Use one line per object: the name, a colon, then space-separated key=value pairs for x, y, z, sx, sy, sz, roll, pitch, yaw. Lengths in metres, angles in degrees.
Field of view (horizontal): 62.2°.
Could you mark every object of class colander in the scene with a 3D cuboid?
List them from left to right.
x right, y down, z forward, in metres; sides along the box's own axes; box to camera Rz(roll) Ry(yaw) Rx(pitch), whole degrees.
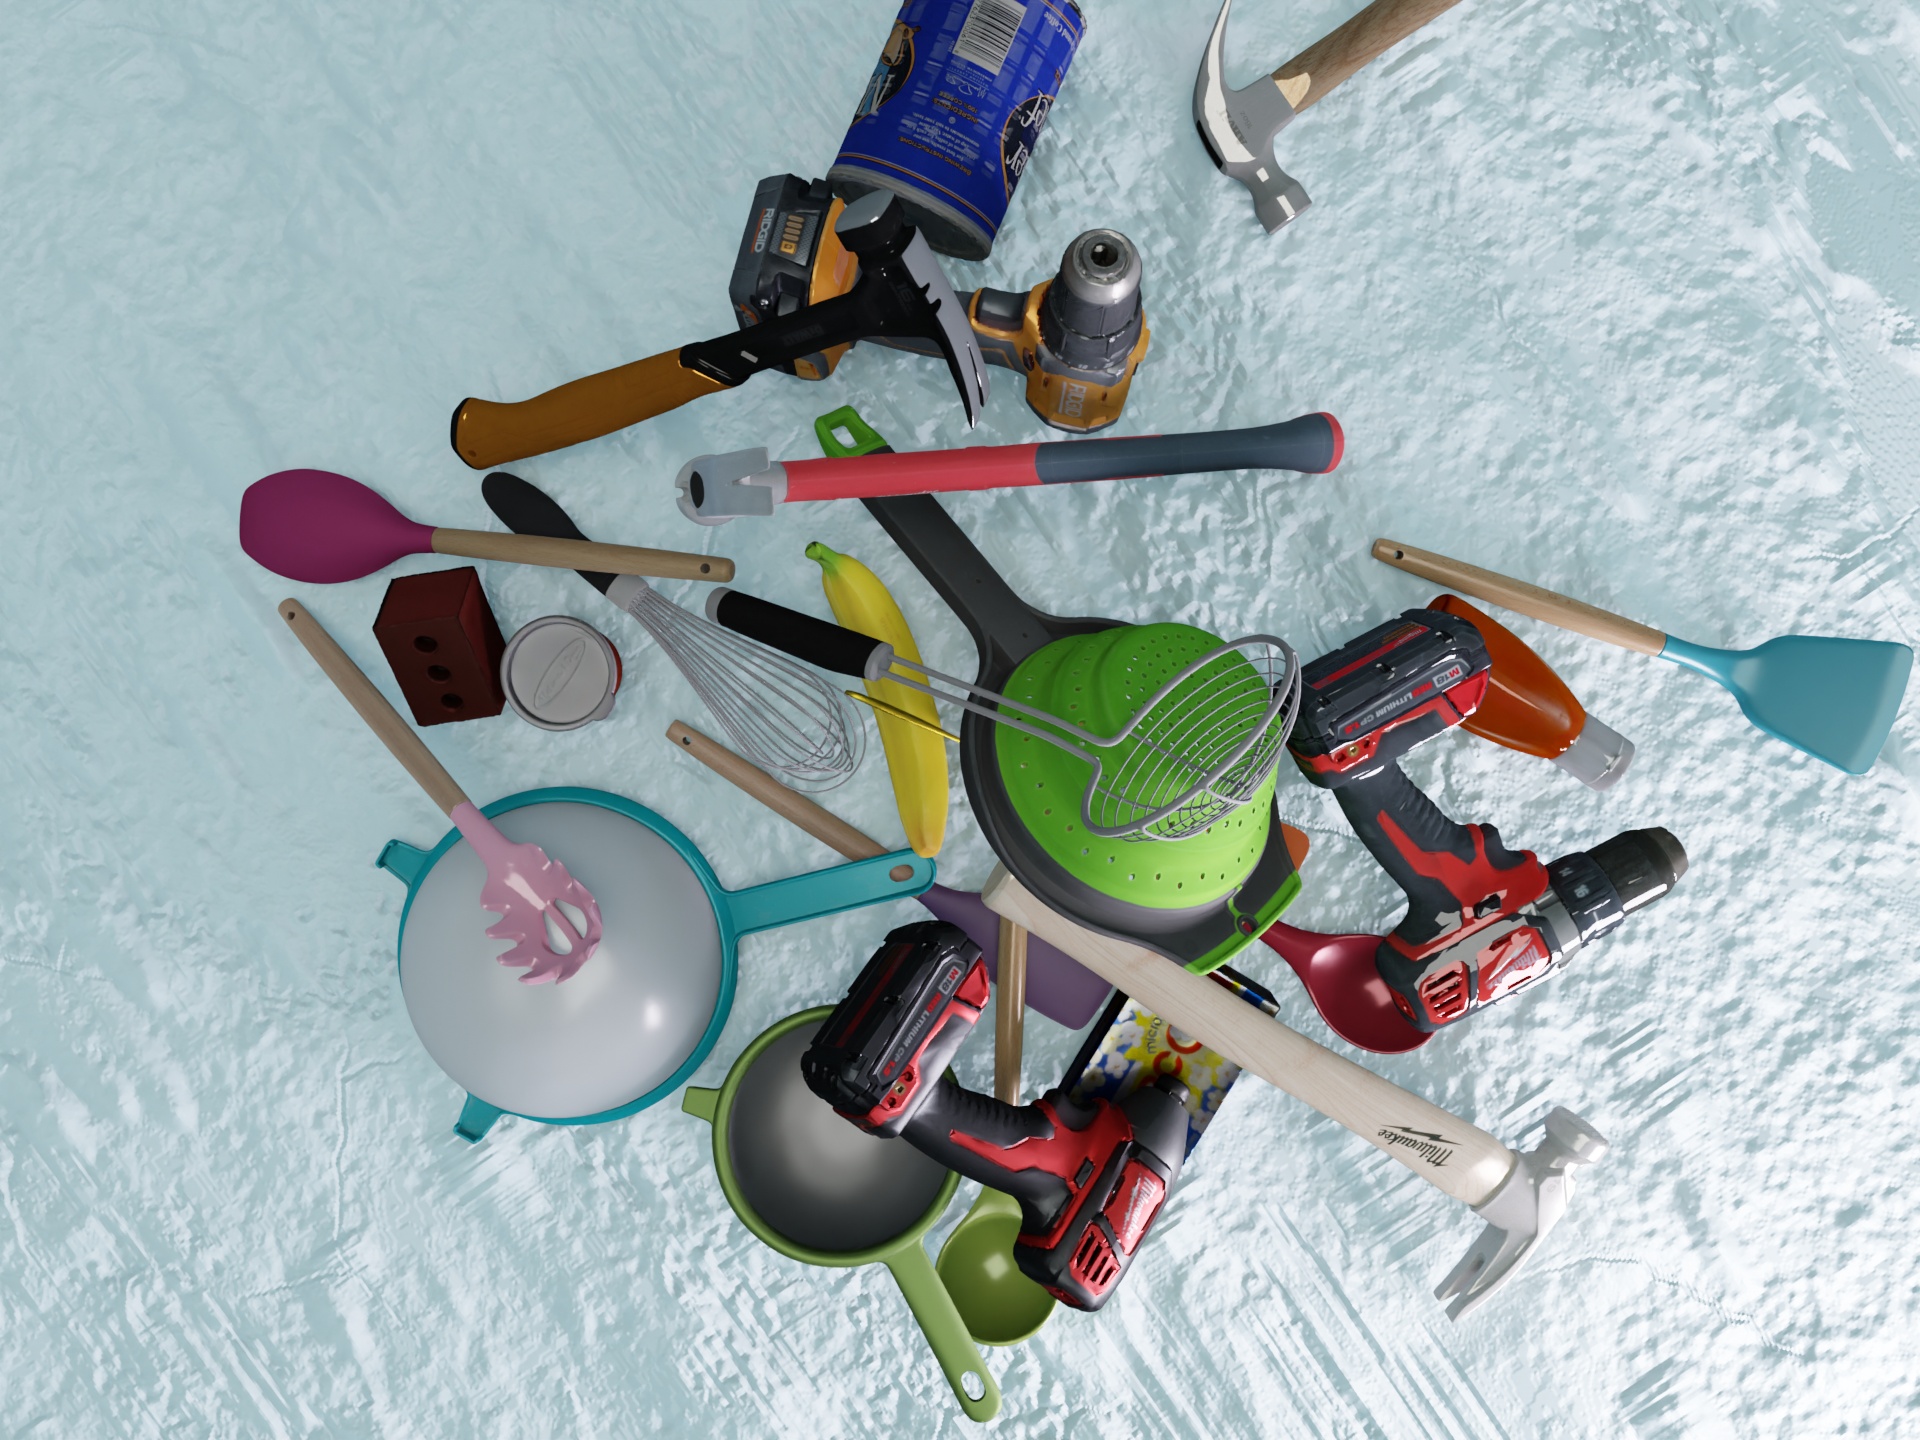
colander: x=0.058 y=-0.049 z=0.895 sx=0.204 sy=0.094 sz=0.397 roll=-33 pitch=78 yaw=-36

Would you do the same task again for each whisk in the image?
whisk: x=-0.173 y=-0.058 z=0.950 sx=0.284 sy=0.070 sz=0.070 roll=39 pitch=93 yaw=2

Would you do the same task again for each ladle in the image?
ladle: x=0.028 y=0.217 z=0.958 sx=0.078 sy=0.062 sz=0.320 roll=3 pitch=96 yaw=3
ladle: x=0.151 y=0.109 z=0.975 sx=0.315 sy=0.031 sz=0.069 roll=29 pitch=91 yaw=0

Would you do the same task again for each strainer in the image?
strainer: x=-0.181 y=0.133 z=0.931 sx=0.340 sy=0.095 sz=0.211 roll=-14 pitch=94 yaw=5
strainer: x=-0.044 y=0.292 z=0.951 sx=0.151 sy=0.069 sz=0.256 roll=-29 pitch=83 yaw=-5

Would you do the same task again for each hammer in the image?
hammer: x=-0.149 y=-0.184 z=0.874 sx=0.337 sy=0.034 sz=0.127 roll=-9 pitch=132 yaw=30
hammer: x=0.049 y=-0.140 z=0.864 sx=0.386 sy=0.143 sz=0.038 roll=-8 pitch=98 yaw=-21
hammer: x=0.183 y=0.204 z=0.935 sx=0.410 sy=0.038 sz=0.146 roll=33 pitch=99 yaw=-11
hammer: x=0.281 y=-0.436 z=0.937 sx=0.331 sy=0.031 sz=0.130 roll=-35 pitch=94 yaw=2

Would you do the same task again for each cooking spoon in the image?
cooking spoon: x=-0.284 y=-0.104 z=0.934 sx=0.319 sy=0.017 sz=0.069 roll=7 pitch=96 yaw=11

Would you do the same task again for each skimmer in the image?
skimmer: x=0.000 y=-0.032 z=0.815 sx=0.363 sy=0.090 sz=0.127 roll=21 pitch=60 yaw=29

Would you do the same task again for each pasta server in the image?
pasta server: x=-0.304 y=0.031 z=0.906 sx=0.060 sy=0.040 sz=0.316 roll=-46 pitch=70 yaw=-1

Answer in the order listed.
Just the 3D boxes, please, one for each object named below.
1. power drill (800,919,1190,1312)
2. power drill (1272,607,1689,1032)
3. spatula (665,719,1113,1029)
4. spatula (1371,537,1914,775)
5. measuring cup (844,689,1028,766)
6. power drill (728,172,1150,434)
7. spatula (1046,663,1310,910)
power drill: x=0.032 y=0.217 z=0.902 sx=0.219 sy=0.078 sz=0.143 roll=42 pitch=69 yaw=-13
power drill: x=0.298 y=0.049 z=0.912 sx=0.188 sy=0.080 sz=0.226 roll=-28 pitch=102 yaw=2
spatula: x=-0.043 y=0.088 z=0.976 sx=0.316 sy=0.018 sz=0.060 roll=32 pitch=96 yaw=-3
spatula: x=0.401 y=-0.055 z=0.957 sx=0.317 sy=0.044 sz=0.082 roll=18 pitch=97 yaw=0
measuring cup: x=-0.001 y=-0.003 z=0.921 sx=0.156 sy=0.062 sz=0.029 roll=22 pitch=89 yaw=-38
power drill: x=-0.007 y=-0.231 z=0.874 sx=0.226 sy=0.185 sz=0.084 roll=14 pitch=81 yaw=2
spatula: x=0.075 y=-0.012 z=0.957 sx=0.322 sy=0.041 sz=0.081 roll=46 pitch=51 yaw=0
